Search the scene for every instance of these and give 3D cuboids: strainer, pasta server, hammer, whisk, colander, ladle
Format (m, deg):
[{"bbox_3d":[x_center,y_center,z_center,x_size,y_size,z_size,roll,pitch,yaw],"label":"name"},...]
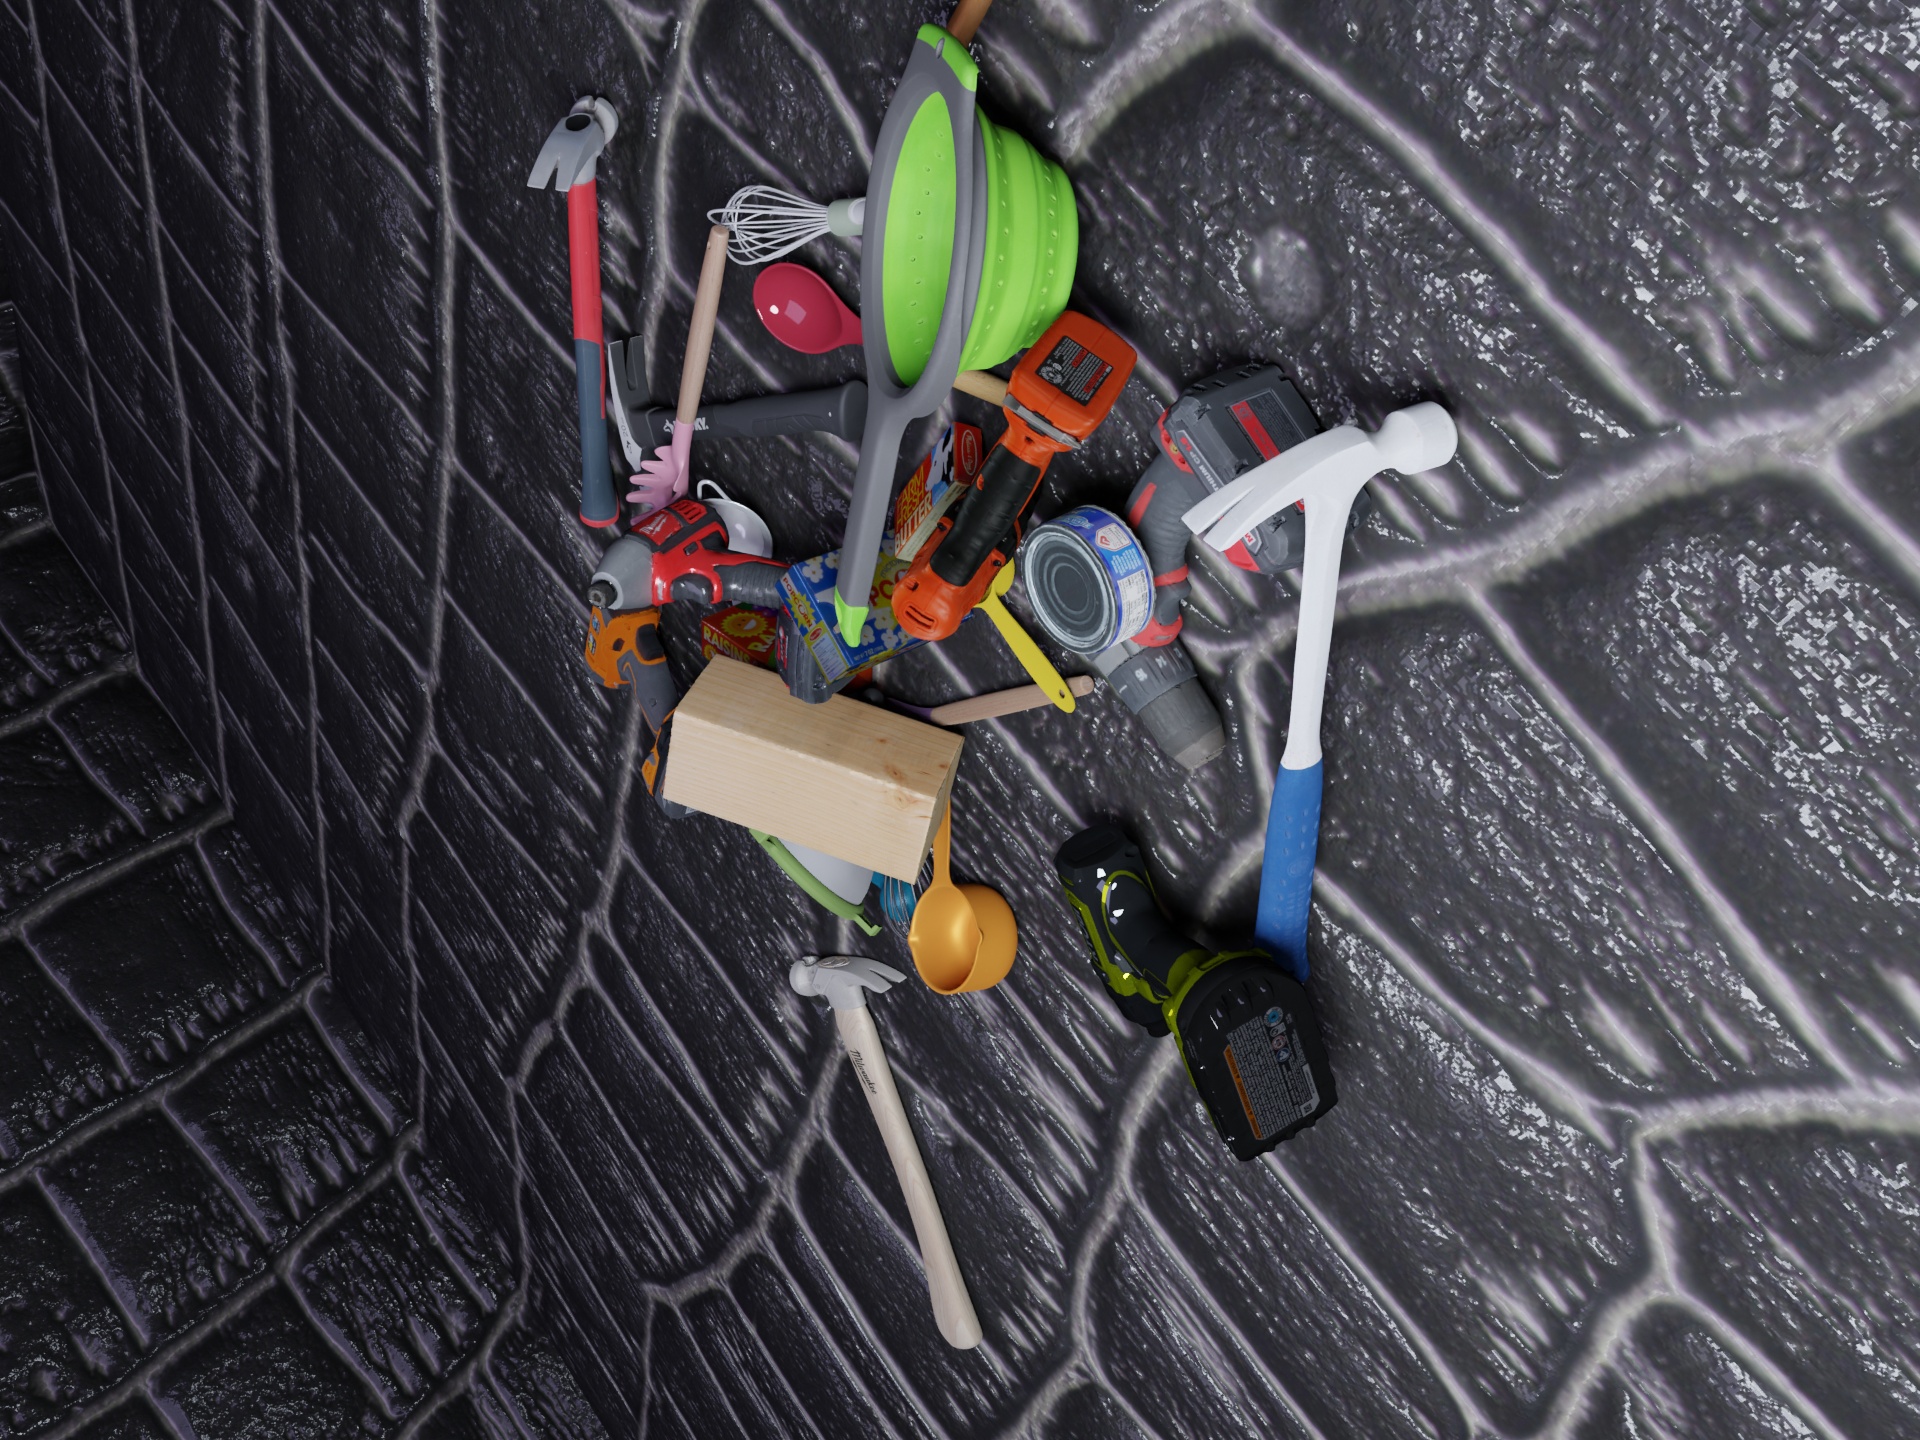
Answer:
[{"bbox_3d":[-0.193,-0.101,1.386,0.087,0.050,0.258,0,123,10],"label":"strainer"},{"bbox_3d":[-0.221,-0.258,1.260,0.060,0.040,0.316,60,148,26],"label":"pasta server"},{"bbox_3d":[-0.323,-0.319,1.364,0.038,0.143,0.386,8,133,-1],"label":"hammer"},{"bbox_3d":[-0.091,-0.351,1.112,0.246,0.059,0.058,12,92,42],"label":"whisk"},{"bbox_3d":[-0.129,0.067,1.359,0.151,0.069,0.257,44,-174,-30],"label":"strainer"},{"bbox_3d":[-0.048,0.416,1.516,0.146,0.038,0.410,-5,107,50],"label":"hammer"},{"bbox_3d":[0.191,0.015,0.915,0.035,0.144,0.405,-127,24,-44],"label":"hammer"},{"bbox_3d":[-0.050,0.084,1.307,0.055,0.055,0.238,13,121,47],"label":"whisk"},{"bbox_3d":[-0.185,-0.250,1.293,0.335,0.035,0.146,7,116,49],"label":"hammer"},{"bbox_3d":[-0.006,-0.218,1.002,0.205,0.094,0.396,-115,31,-50],"label":"colander"},{"bbox_3d":[-0.033,-0.256,1.112,0.316,0.031,0.069,31,139,34],"label":"ladle"}]

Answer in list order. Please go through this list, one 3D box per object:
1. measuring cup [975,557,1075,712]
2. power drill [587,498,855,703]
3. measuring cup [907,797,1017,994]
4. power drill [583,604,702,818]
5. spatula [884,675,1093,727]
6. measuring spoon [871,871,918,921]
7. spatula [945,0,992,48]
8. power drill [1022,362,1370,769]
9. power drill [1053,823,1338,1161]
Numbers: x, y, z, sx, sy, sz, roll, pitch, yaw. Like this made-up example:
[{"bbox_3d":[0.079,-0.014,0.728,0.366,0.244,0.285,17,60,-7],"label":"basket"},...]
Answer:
[{"bbox_3d":[0.042,-0.072,1.124,0.156,0.029,0.062,55,142,13],"label":"measuring cup"},{"bbox_3d":[-0.176,-0.099,1.242,0.220,0.143,0.078,22,127,19],"label":"power drill"},{"bbox_3d":[0.004,0.133,1.284,0.095,0.052,0.174,-13,75,50],"label":"measuring cup"},{"bbox_3d":[-0.279,-0.041,1.483,0.227,0.084,0.164,56,144,26],"label":"power drill"},{"bbox_3d":[-0.002,-0.004,1.228,0.316,0.018,0.059,-13,105,54],"label":"spatula"},{"bbox_3d":[-0.087,0.138,1.410,0.129,0.021,0.042,35,134,32],"label":"measuring spoon"},{"bbox_3d":[0.006,-0.435,0.947,0.081,0.041,0.322,56,144,9],"label":"spatula"},{"bbox_3d":[0.142,-0.085,0.959,0.188,0.080,0.226,58,146,8],"label":"power drill"},{"bbox_3d":[0.150,0.183,1.055,0.223,0.080,0.171,42,157,61],"label":"power drill"}]
